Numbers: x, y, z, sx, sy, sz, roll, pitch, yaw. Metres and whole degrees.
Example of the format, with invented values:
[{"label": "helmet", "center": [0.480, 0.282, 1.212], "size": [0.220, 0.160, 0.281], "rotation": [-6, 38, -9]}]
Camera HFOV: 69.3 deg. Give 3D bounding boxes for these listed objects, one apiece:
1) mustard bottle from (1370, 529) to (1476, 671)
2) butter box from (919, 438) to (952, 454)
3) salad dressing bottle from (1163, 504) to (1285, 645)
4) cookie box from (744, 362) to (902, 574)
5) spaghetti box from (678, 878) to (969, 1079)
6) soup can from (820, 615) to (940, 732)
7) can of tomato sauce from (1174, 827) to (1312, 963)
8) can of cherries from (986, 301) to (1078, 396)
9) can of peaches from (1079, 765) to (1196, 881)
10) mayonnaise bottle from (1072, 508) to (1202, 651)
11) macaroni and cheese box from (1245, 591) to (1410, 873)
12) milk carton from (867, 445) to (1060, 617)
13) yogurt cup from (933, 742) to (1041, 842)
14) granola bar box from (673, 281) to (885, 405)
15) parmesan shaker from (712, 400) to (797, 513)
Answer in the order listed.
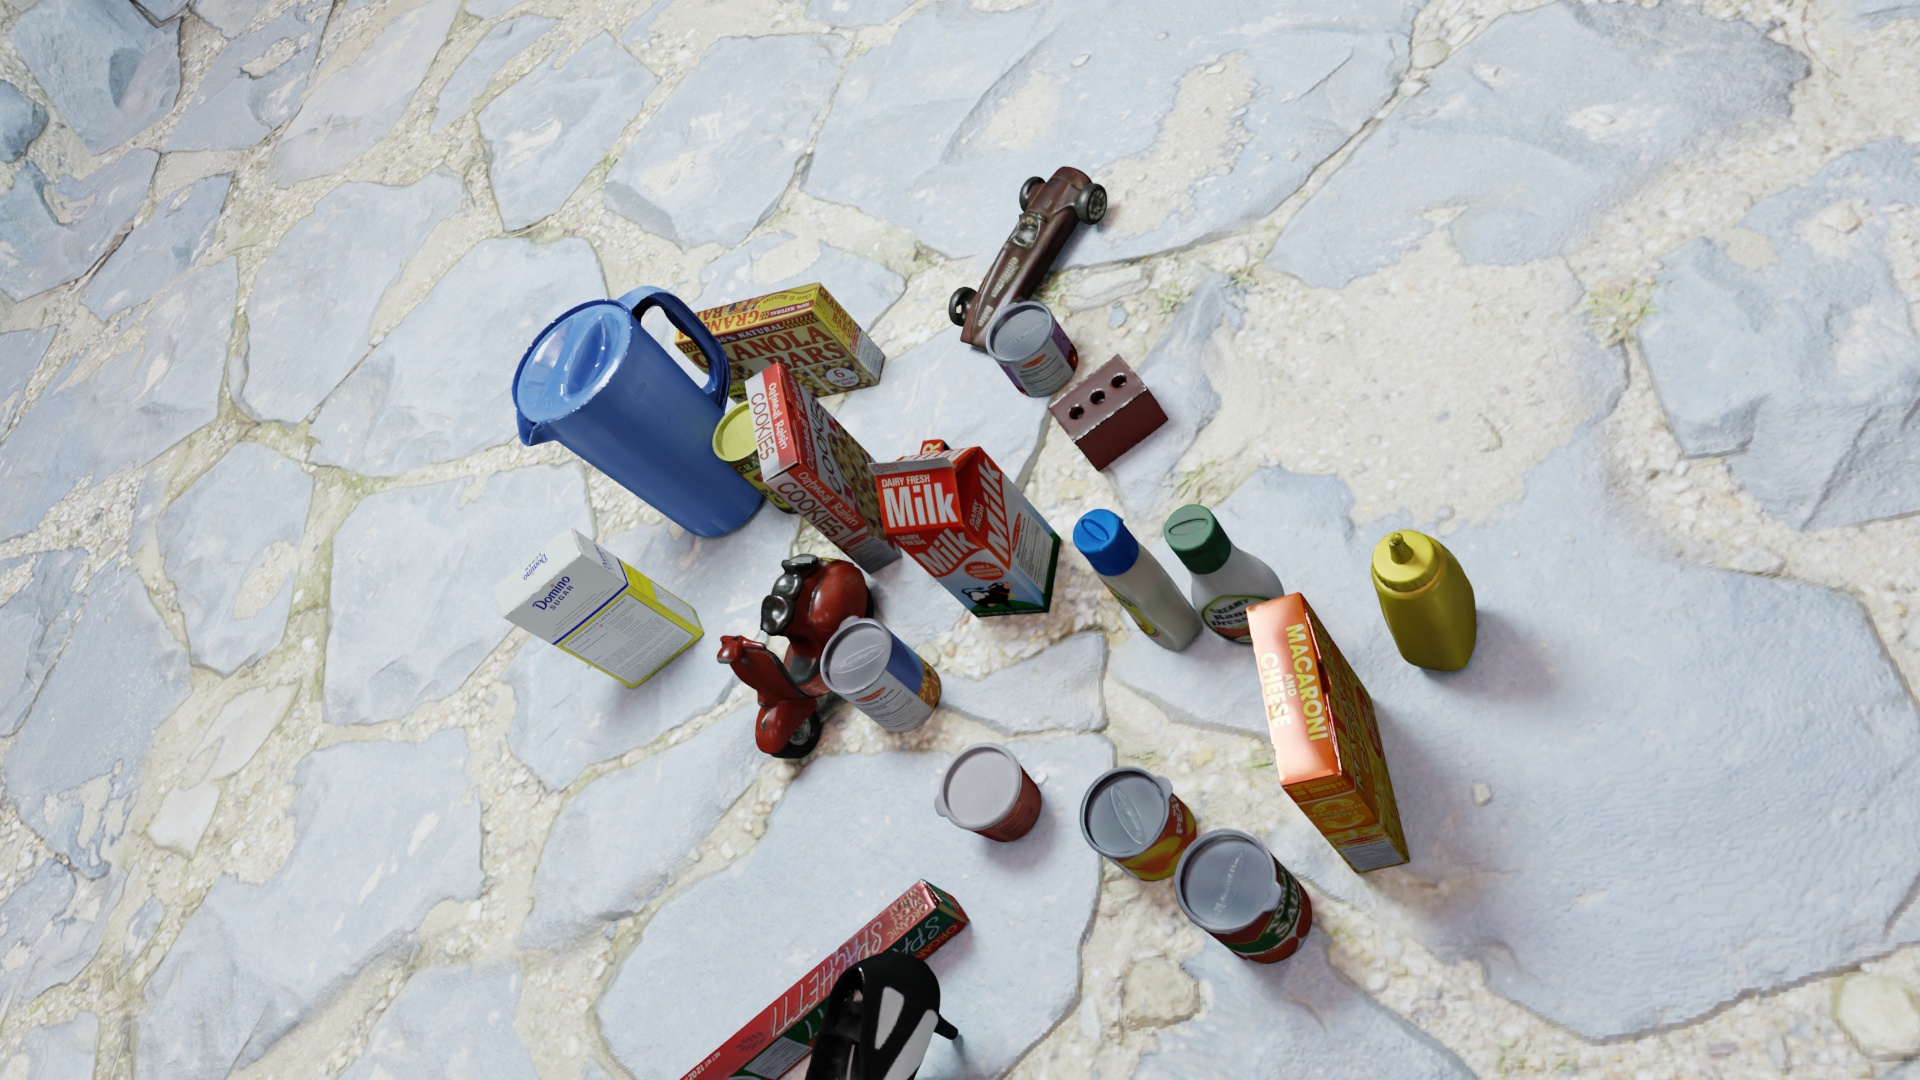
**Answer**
[{"label": "mustard bottle", "center": [0.299, 0.031, 0.903], "size": [0.049, 0.160, 0.065], "rotation": [1, 62, 33]}, {"label": "butter box", "center": [-0.023, -0.032, 1.214], "size": [0.024, 0.053, 0.104], "rotation": [-3, 60, 30]}, {"label": "salad dressing bottle", "center": [0.186, 0.025, 0.985], "size": [0.064, 0.147, 0.044], "rotation": [-15, 55, 23]}, {"label": "cookie box", "center": [-0.119, -0.062, 1.216], "size": [0.040, 0.167, 0.123], "rotation": [-29, 50, 14]}, {"label": "spaghetti box", "center": [-0.103, 0.342, 1.023], "size": [0.250, 0.050, 0.029], "rotation": [-40, 48, 3]}, {"label": "soup can", "center": [-0.064, 0.108, 1.128], "size": [0.071, 0.083, 0.072], "rotation": [-16, 54, 23]}, {"label": "can of tomato sauce", "center": [0.185, 0.231, 0.896], "size": [0.071, 0.083, 0.071], "rotation": [-16, 54, 23]}, {"label": "can of cherries", "center": [0.065, -0.173, 1.247], "size": [0.071, 0.058, 0.072], "rotation": [-16, 54, 23]}, {"label": "can of peaches", "center": [0.127, 0.197, 0.970], "size": [0.071, 0.058, 0.071], "rotation": [-16, 54, 23]}, {"label": "mayonnaise bottle", "center": [0.127, 0.027, 1.019], "size": [0.041, 0.147, 0.065], "rotation": [-48, 48, -3]}, {"label": "macaroni and cheese box", "center": [0.234, 0.124, 0.879], "size": [0.040, 0.166, 0.124], "rotation": [-19, 53, 21]}, {"label": "milk carton", "center": [0.004, -0.014, 1.093], "size": [0.072, 0.190, 0.074], "rotation": [-5, 59, 29]}, {"label": "yogurt cup", "center": [0.025, 0.191, 1.039], "size": [0.072, 0.054, 0.073], "rotation": [-16, 54, 23]}, {"label": "granola bar box", "center": [-0.177, -0.186, 1.361], "size": [0.165, 0.124, 0.039], "rotation": [-8, 58, 28]}, {"label": "parmesan shaker", "center": [-0.173, -0.078, 1.303], "size": [0.071, 0.103, 0.071], "rotation": [-16, 54, 23]}]
